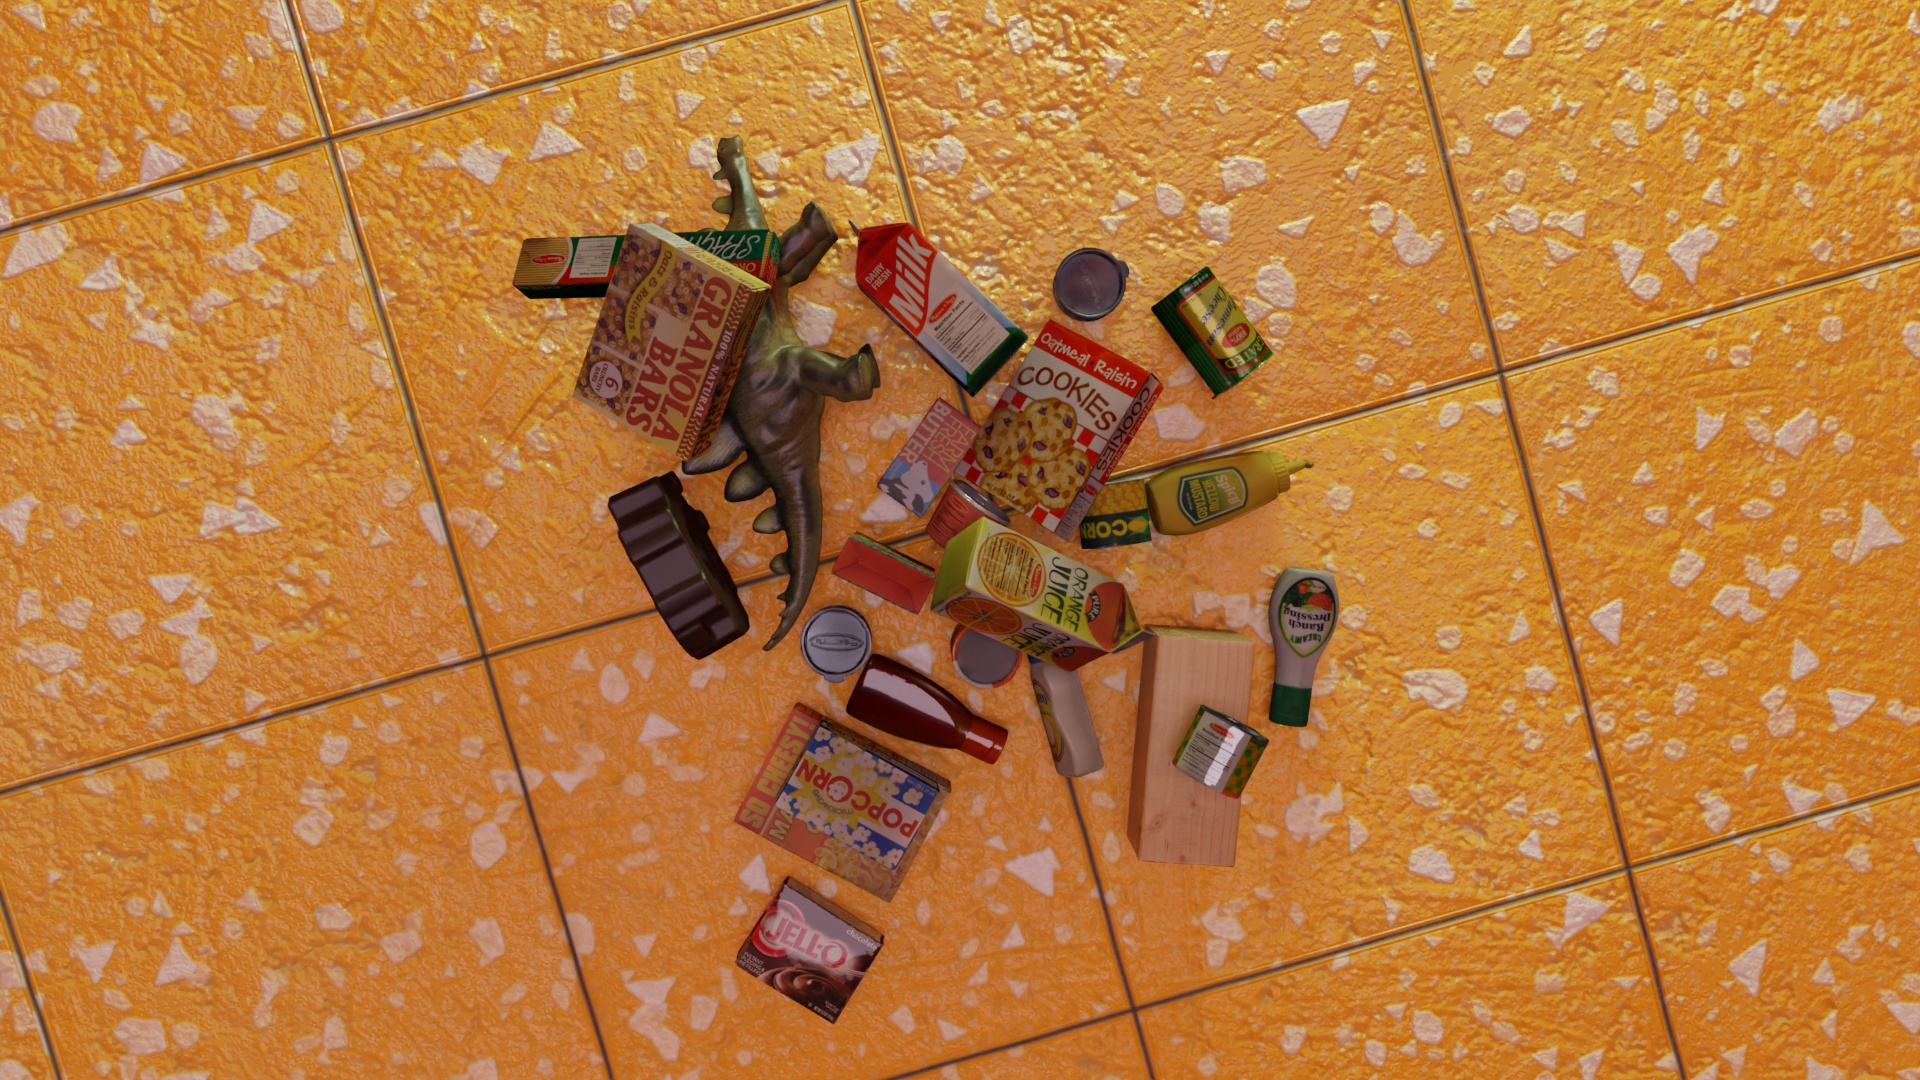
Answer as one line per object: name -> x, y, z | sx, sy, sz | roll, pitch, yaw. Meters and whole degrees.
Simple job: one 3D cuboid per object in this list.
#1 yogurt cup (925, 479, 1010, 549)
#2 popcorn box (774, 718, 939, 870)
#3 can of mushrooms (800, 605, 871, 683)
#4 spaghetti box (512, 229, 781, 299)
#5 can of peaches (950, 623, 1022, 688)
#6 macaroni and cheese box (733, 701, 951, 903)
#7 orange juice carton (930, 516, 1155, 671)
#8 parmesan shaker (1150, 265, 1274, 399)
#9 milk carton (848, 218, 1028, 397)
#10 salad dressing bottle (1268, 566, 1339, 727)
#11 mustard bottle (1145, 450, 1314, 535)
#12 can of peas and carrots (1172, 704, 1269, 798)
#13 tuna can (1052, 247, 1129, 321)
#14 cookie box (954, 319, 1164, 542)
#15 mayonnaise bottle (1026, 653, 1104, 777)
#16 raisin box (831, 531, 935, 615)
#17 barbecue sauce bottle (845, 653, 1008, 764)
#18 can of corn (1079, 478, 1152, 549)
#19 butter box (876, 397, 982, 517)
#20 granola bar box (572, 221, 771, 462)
yogurt cup -> 0.005, -0.016, 1.286 | 0.072, 0.072, 0.054 | 36, 100, -3
popcorn box -> -0.094, 0.231, 1.265 | 0.127, 0.038, 0.085 | 30, 92, -3
can of mushrooms -> -0.116, 0.096, 1.303 | 0.071, 0.033, 0.071 | 0, 93, -2
spaghetti box -> -0.276, -0.242, 1.222 | 0.250, 0.028, 0.050 | 2, 71, 18
can of peaches -> 0.025, 0.100, 1.294 | 0.071, 0.058, 0.071 | 0, 93, -1
macaroni and cheese box -> -0.110, 0.246, 1.306 | 0.166, 0.040, 0.123 | 28, 91, -3
orange juice carton -> 0.077, 0.058, 1.242 | 0.193, 0.071, 0.073 | 25, 60, -19
parmesan shaker -> 0.229, -0.192, 1.281 | 0.071, 0.071, 0.103 | -38, 93, 1
milk carton -> -0.032, -0.223, 1.271 | 0.190, 0.072, 0.073 | 43, 91, -4
salad dressing bottle -> 0.319, 0.100, 1.309 | 0.064, 0.044, 0.147 | 7, 93, 0
mustard bottle -> 0.254, -0.052, 1.297 | 0.160, 0.049, 0.065 | -18, 96, 0
can of peas and carrots -> 0.227, 0.184, 1.210 | 0.071, 0.071, 0.058 | 27, 92, -3
tuna can -> 0.121, -0.239, 1.293 | 0.071, 0.033, 0.071 | 0, 93, -1
cookie box -> 0.089, -0.102, 1.266 | 0.123, 0.040, 0.167 | 33, 92, 31
mayonnaise bottle -> 0.092, 0.145, 1.298 | 0.041, 0.064, 0.148 | -16, 89, -16
raisin box -> -0.067, 0.028, 1.256 | 0.086, 0.123, 0.040 | 25, 92, -2
barbecue sauce bottle -> -0.029, 0.164, 1.302 | 0.148, 0.044, 0.064 | 25, 107, -3
can of corn -> 0.140, -0.025, 1.285 | 0.071, 0.071, 0.058 | -7, 92, -1
butter box -> -0.029, -0.078, 1.301 | 0.053, 0.024, 0.103 | 35, 92, -3
granola bar box -> -0.247, -0.169, 1.183 | 0.124, 0.039, 0.164 | 29, 112, 9
